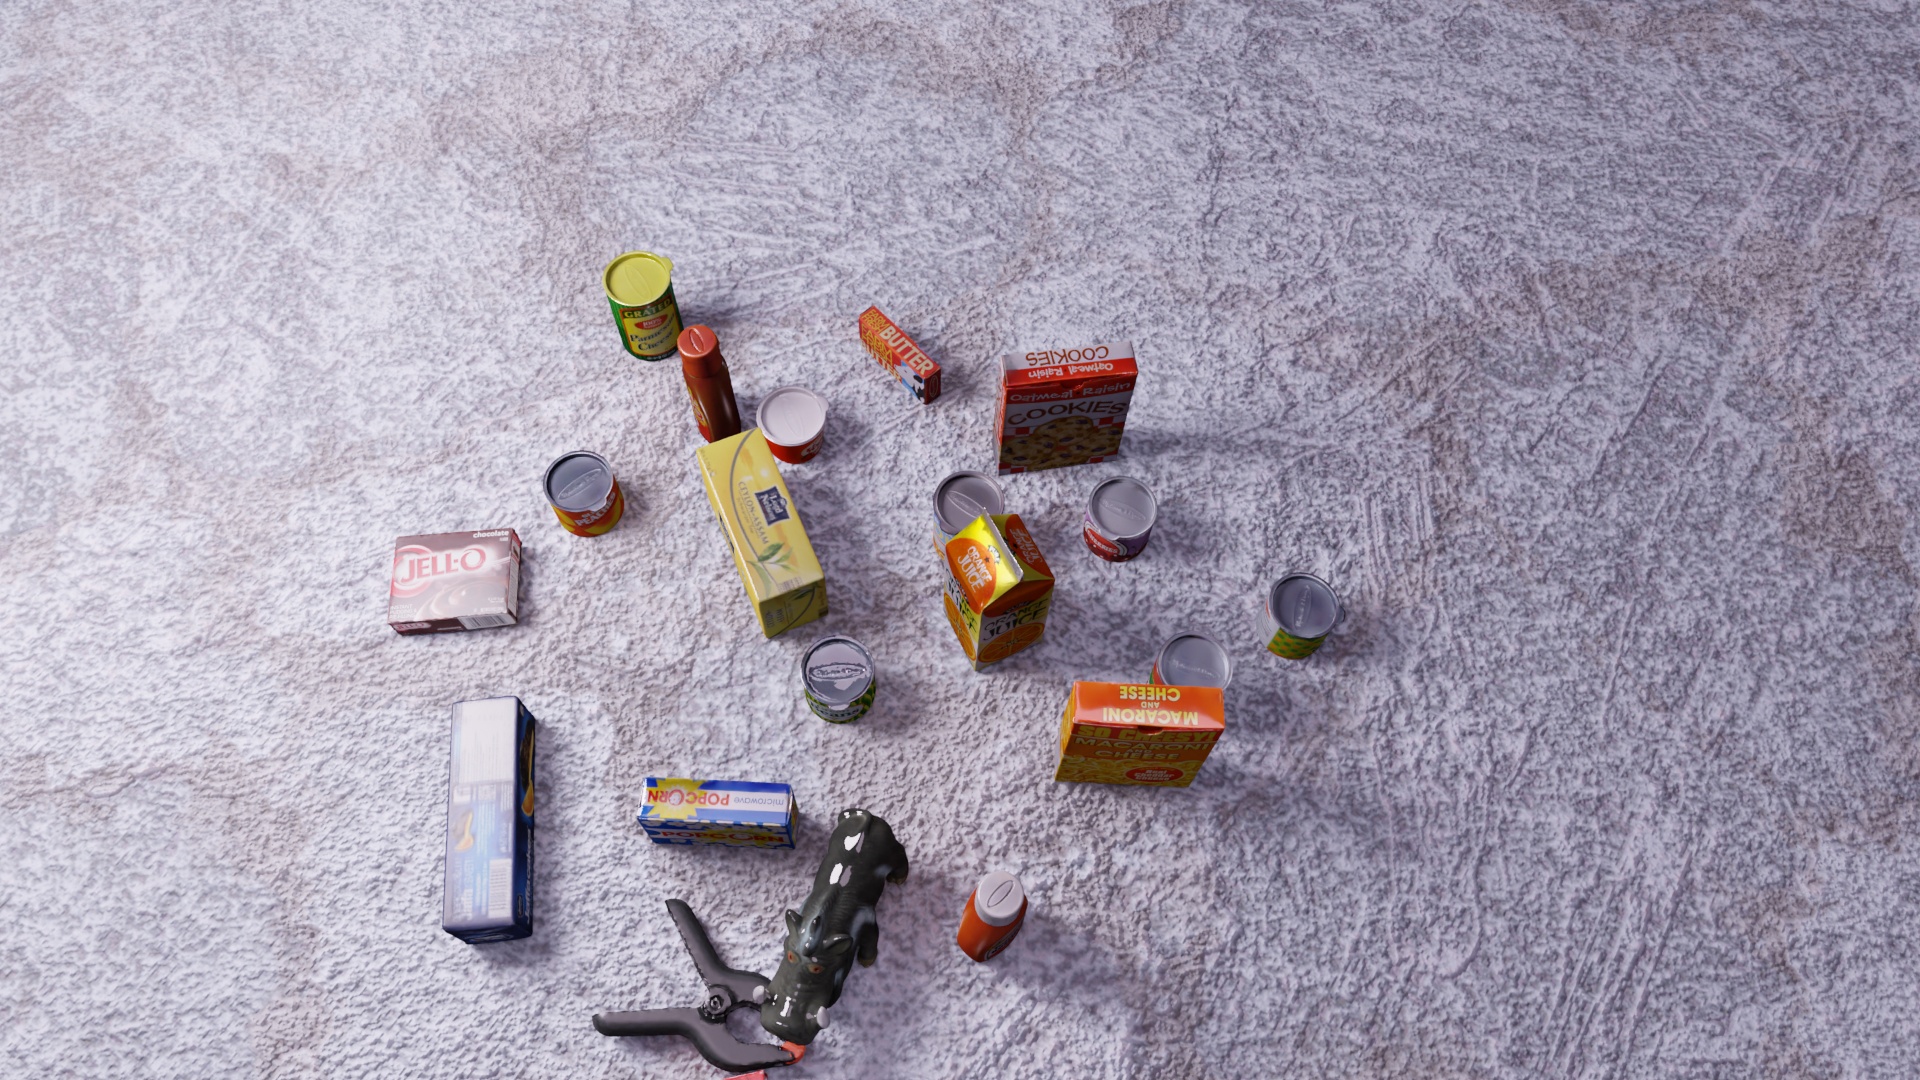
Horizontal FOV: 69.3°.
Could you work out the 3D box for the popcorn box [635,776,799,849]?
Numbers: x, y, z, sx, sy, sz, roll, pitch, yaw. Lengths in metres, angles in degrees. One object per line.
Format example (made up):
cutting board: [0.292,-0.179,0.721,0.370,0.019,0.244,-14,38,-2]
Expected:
popcorn box: [-0.204,0.234,1.186,0.127,0.085,0.038,3,64,-1]

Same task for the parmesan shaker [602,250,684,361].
parmesan shaker: [-0.315,-0.236,1.402,0.071,0.102,0.071,1,64,-1]

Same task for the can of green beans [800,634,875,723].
can of green beans: [-0.110,0.126,1.257,0.071,0.057,0.071,1,64,-2]

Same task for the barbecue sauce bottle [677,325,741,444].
barbecue sauce bottle: [-0.243,-0.152,1.338,0.044,0.148,0.065,-22,67,-12]

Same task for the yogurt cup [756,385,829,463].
yogurt cup: [-0.165,-0.112,1.374,0.072,0.053,0.072,1,64,-2]

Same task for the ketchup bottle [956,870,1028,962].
ketchup bottle: [0.028,0.301,1.126,0.043,0.148,0.065,42,70,16]

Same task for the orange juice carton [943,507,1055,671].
orange juice carton: [0.032,0.041,1.229,0.073,0.191,0.072,-23,67,-12]

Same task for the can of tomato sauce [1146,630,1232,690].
can of tomato sauce: [0.204,0.129,1.253,0.071,0.082,0.071,1,64,-1]

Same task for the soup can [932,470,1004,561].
soup can: [0.005,-0.017,1.317,0.071,0.083,0.071,1,64,-1]

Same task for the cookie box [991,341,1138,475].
cookie box: [0.096,-0.123,1.325,0.123,0.166,0.040,-7,65,-5]

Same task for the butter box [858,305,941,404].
butter box: [-0.062,-0.189,1.415,0.024,0.053,0.103,-40,71,-18]

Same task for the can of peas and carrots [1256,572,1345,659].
can of peas and carrots: [0.317,0.072,1.298,0.071,0.058,0.071,1,64,-2]

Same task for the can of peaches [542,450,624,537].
can of peaches: [-0.359,-0.042,1.331,0.071,0.057,0.071,1,64,-2]

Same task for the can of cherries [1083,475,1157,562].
can of cherries: [0.151,-0.018,1.336,0.071,0.058,0.072,1,64,-2]

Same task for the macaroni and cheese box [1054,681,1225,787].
macaroni and cheese box: [0.149,0.168,1.185,0.124,0.165,0.040,3,64,-1]
